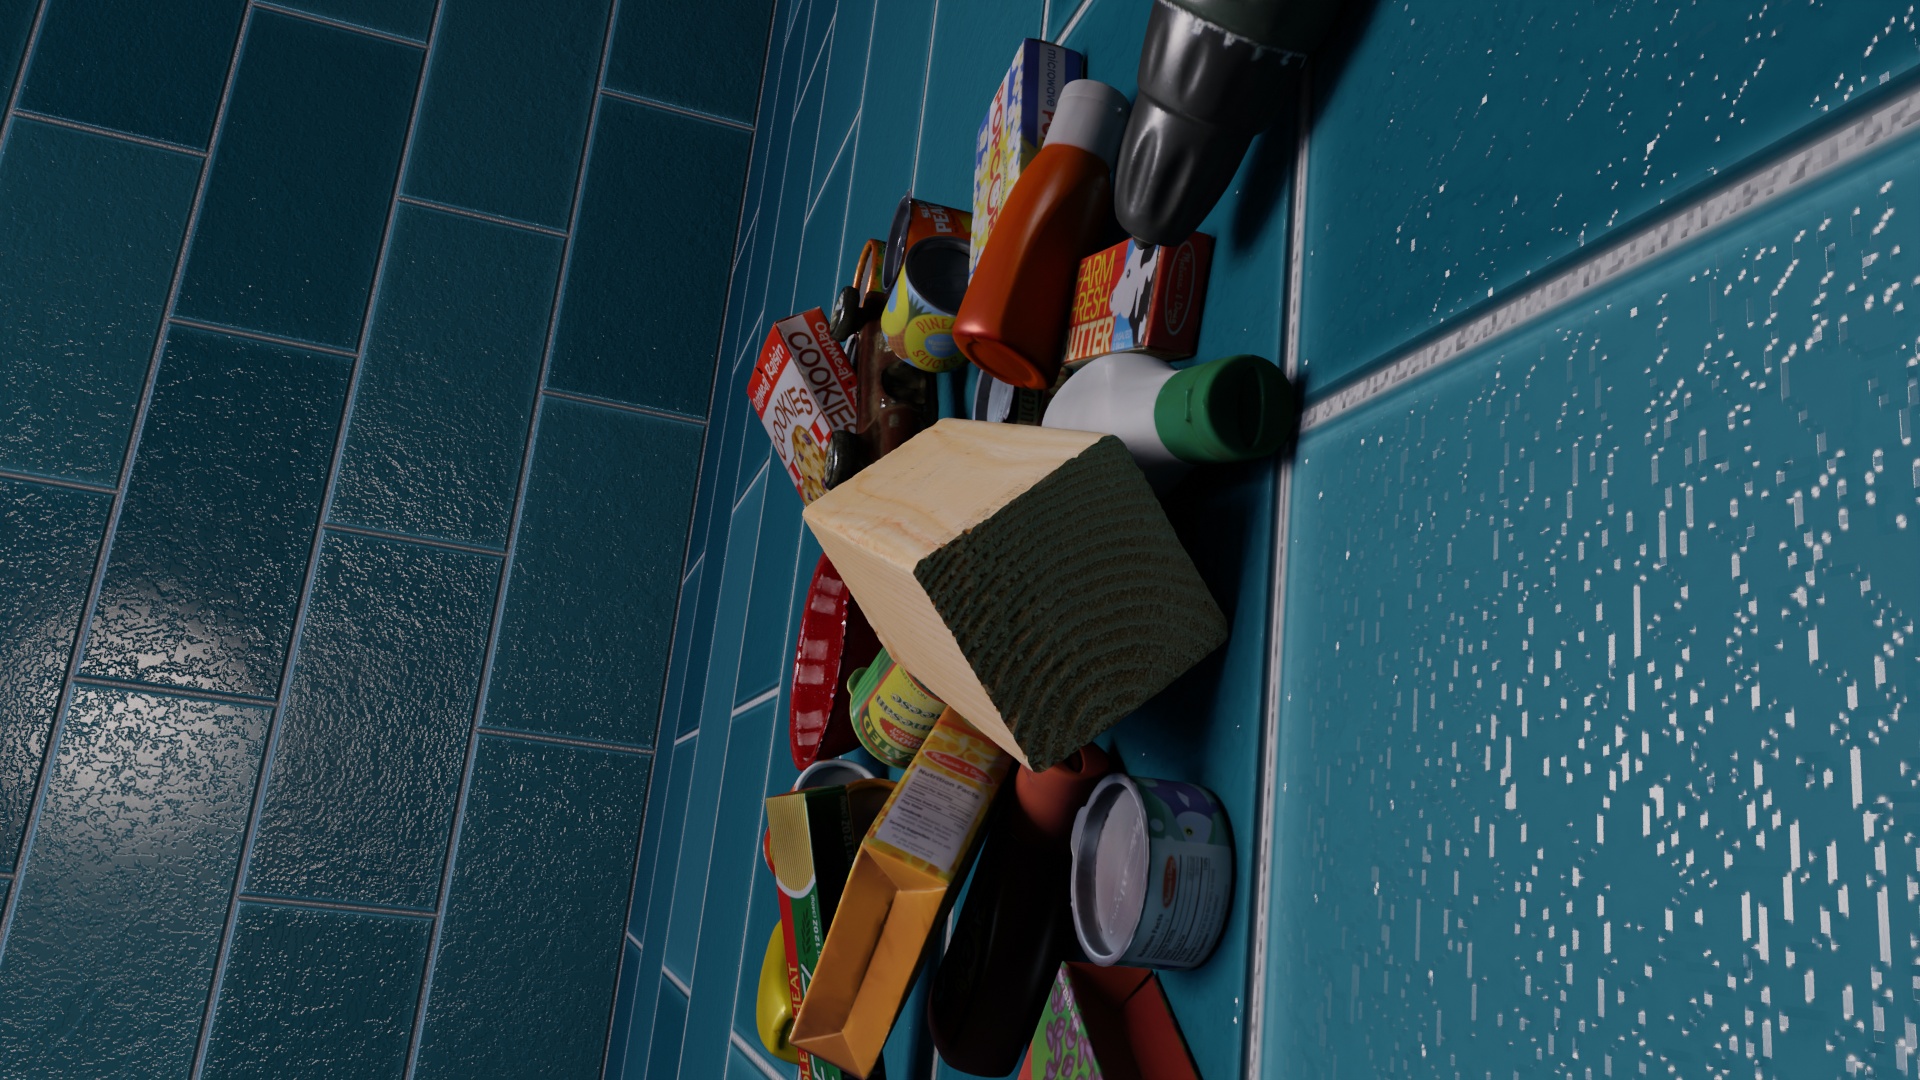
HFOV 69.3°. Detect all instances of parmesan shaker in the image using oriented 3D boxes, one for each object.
[{"bbox_3d":[-0.016,0.071,0.734,0.102,0.071,0.071,123,152,-55],"label":"parmesan shaker"}]

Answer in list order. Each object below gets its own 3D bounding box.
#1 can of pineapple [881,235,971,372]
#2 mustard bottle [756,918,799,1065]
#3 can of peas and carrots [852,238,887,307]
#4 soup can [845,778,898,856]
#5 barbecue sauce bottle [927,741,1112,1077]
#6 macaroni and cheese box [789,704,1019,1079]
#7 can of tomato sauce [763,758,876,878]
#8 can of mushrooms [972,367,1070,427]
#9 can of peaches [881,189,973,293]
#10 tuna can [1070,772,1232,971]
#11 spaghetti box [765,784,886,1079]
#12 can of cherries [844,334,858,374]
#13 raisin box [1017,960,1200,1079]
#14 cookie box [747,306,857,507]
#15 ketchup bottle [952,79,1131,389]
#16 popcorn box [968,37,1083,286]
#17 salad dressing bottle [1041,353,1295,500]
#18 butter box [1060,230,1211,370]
[{"bbox_3d":[-0.011,-0.146,0.870,0.057,0.071,0.071,121,154,-53],"label":"can of pineapple"},{"bbox_3d":[-0.101,0.285,0.924,0.160,0.065,0.048,-117,45,-74],"label":"mustard bottle"},{"bbox_3d":[-0.046,-0.189,1.033,0.071,0.059,0.071,-169,89,-74],"label":"can of peas and carrots"},{"bbox_3d":[-0.054,0.187,0.802,0.072,0.071,0.083,-104,29,-56],"label":"soup can"},{"bbox_3d":[0.026,0.151,0.589,0.065,0.044,0.148,-100,25,-66],"label":"barbecue sauce bottle"},{"bbox_3d":[-0.012,0.131,0.612,0.167,0.040,0.123,-54,-13,-58],"label":"macaroni and cheese box"},{"bbox_3d":[-0.092,0.194,0.932,0.082,0.071,0.071,122,154,-51],"label":"can of tomato sauce"},{"bbox_3d":[0.032,-0.076,0.733,0.071,0.033,0.071,-168,89,-75],"label":"can of mushrooms"},{"bbox_3d":[-0.016,-0.195,0.935,0.071,0.058,0.071,-168,89,-75],"label":"can of peaches"},{"bbox_3d":[0.065,0.116,0.491,0.071,0.033,0.071,-168,89,-74],"label":"tuna can"},{"bbox_3d":[-0.066,0.257,0.737,0.050,0.029,0.250,-22,74,55],"label":"spaghetti box"},{"bbox_3d":[-0.057,-0.118,1.028,0.071,0.058,0.071,-168,89,-75],"label":"can of cherries"},{"bbox_3d":[0.044,0.224,0.486,0.086,0.040,0.123,-115,40,-63],"label":"raisin box"},{"bbox_3d":[-0.092,-0.066,0.996,0.167,0.040,0.122,62,156,7],"label":"cookie box"},{"bbox_3d":[0.045,-0.152,0.679,0.043,0.064,0.149,12,76,35],"label":"ketchup bottle"},{"bbox_3d":[0.037,-0.207,0.790,0.085,0.038,0.127,130,147,-60],"label":"popcorn box"},{"bbox_3d":[0.076,-0.045,0.539,0.147,0.044,0.064,180,93,-73],"label":"salad dressing bottle"},{"bbox_3d":[0.075,-0.104,0.615,0.103,0.024,0.053,-171,92,-74],"label":"butter box"}]
